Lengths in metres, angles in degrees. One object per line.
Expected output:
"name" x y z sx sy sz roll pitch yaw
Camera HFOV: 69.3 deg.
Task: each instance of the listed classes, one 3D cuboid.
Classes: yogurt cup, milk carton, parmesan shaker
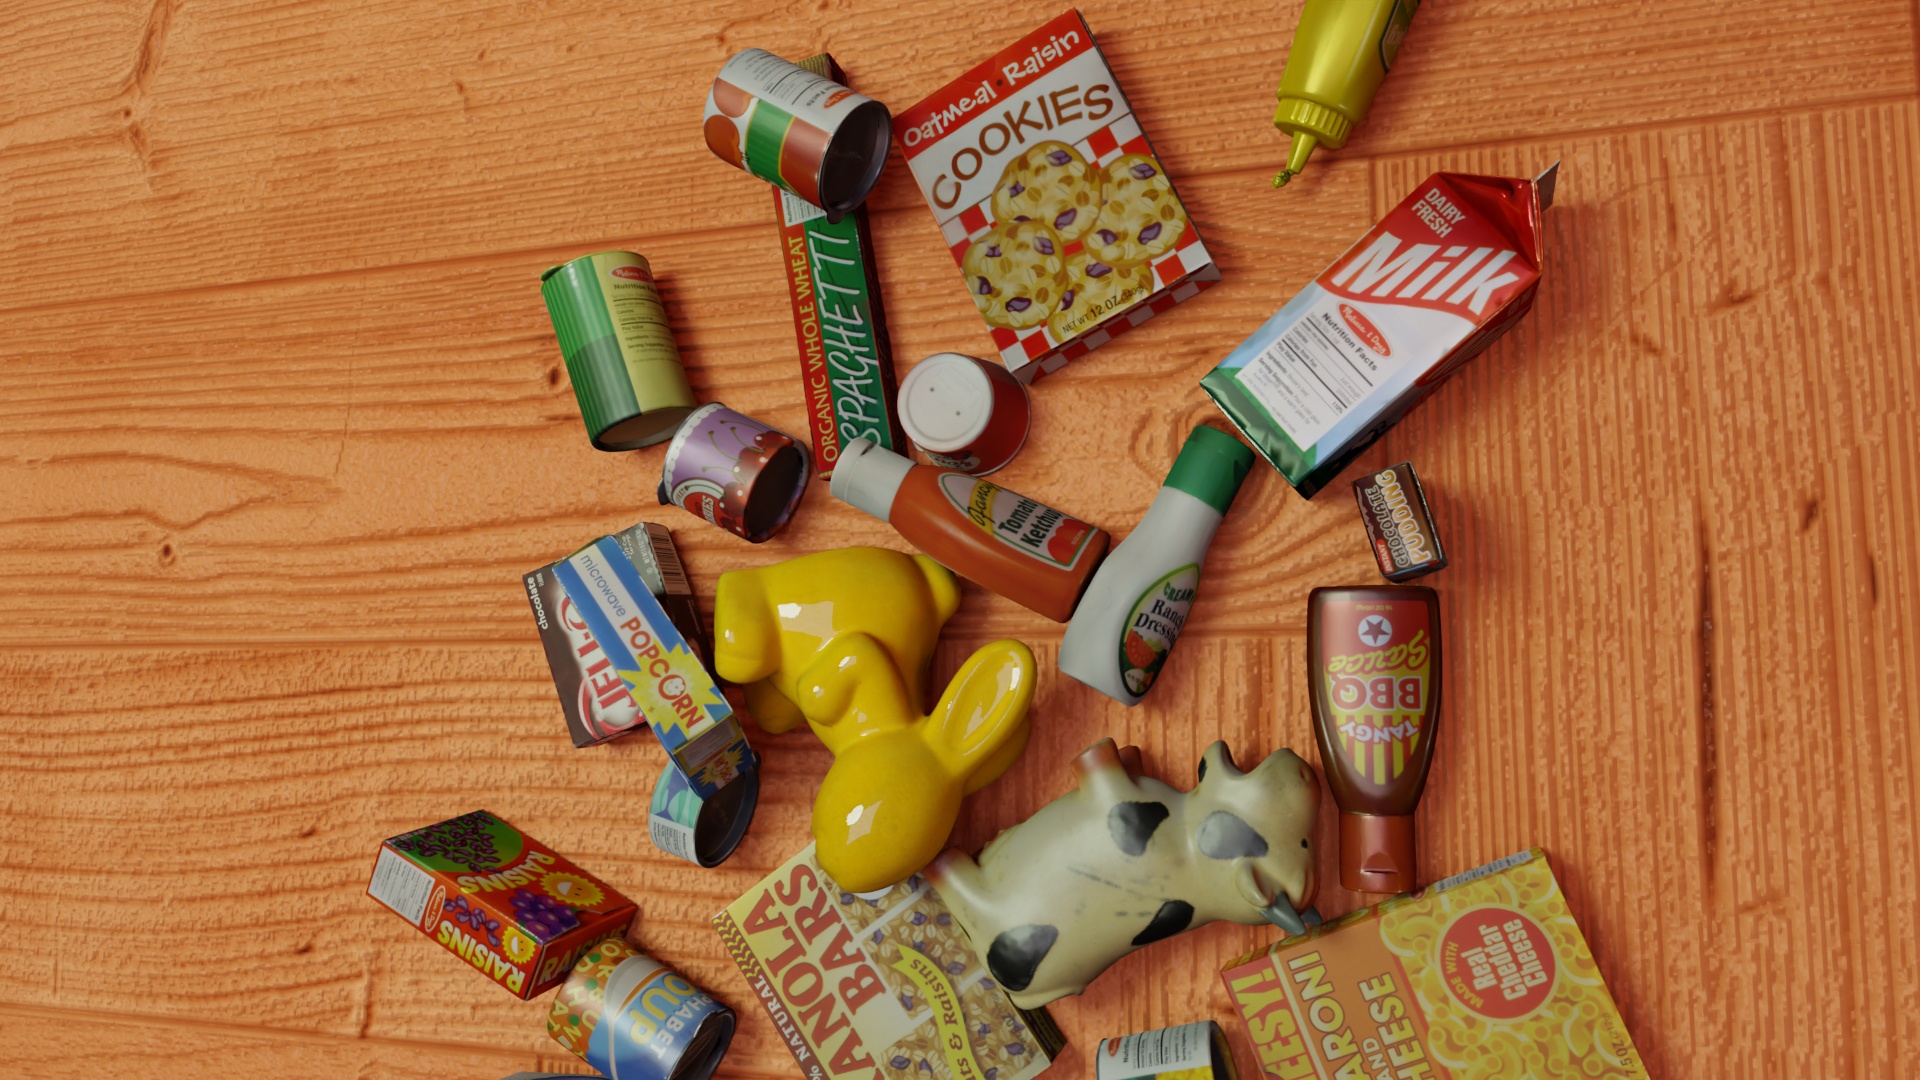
"yogurt cup" -0.001 -0.072 0.765 0.072 0.054 0.072 -2 84 17
"milk carton" 0.218 -0.111 0.688 0.190 0.072 0.073 -42 74 11
"parmesan shaker" -0.205 -0.111 0.826 0.071 0.071 0.103 -23 79 15

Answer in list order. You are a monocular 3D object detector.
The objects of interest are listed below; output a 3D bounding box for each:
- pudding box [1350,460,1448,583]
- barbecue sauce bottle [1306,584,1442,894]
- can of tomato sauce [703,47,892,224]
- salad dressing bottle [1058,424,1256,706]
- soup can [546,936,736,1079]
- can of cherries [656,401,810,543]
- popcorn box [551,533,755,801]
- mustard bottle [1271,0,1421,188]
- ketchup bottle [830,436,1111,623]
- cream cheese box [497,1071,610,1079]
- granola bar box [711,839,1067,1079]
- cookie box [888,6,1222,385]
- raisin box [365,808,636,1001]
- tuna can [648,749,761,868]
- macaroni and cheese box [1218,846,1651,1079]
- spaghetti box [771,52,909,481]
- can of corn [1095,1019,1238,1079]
"pudding box" 0.214 -0.007 0.673 0.030 0.084 0.050 -19 80 19
"barbecue sauce bottle" 0.205 0.097 0.687 0.065 0.043 0.148 -1 85 12
"can of tomato sauce" -0.091 -0.226 0.772 0.083 0.071 0.071 30 95 18
"salad dressing bottle" 0.104 0.012 0.721 0.044 0.064 0.147 25 85 42
"soup can" -0.179 0.271 0.782 0.084 0.071 0.071 26 94 19
"can of cherries" -0.129 -0.036 0.796 0.058 0.071 0.071 25 93 17
"popcorn box" -0.162 0.067 0.736 0.038 0.085 0.127 -33 68 -15
"mustard bottle" 0.199 -0.255 0.715 0.049 0.065 0.160 25 99 24
"ketchup bottle" 0.003 -0.009 0.745 0.149 0.065 0.043 25 125 11
"cream cheese box" -0.228 0.326 0.801 0.104 0.053 0.024 -5 82 18
"granola bar box" -0.041 0.240 0.756 0.124 0.039 0.166 -39 75 11
"cookie box" 0.050 -0.189 0.766 0.123 0.040 0.167 -28 77 14
"raisin box" -0.265 0.208 0.807 0.123 0.086 0.040 26 100 19
"tuna can" -0.143 0.146 0.785 0.033 0.071 0.071 15 90 20
"macaroni and cheese box" 0.226 0.236 0.668 0.166 0.040 0.124 -25 77 14
"spaghetti box" -0.076 -0.158 0.810 0.050 0.028 0.250 -12 81 17
"can of corn" 0.106 0.279 0.691 0.058 0.071 0.071 -17 80 16
